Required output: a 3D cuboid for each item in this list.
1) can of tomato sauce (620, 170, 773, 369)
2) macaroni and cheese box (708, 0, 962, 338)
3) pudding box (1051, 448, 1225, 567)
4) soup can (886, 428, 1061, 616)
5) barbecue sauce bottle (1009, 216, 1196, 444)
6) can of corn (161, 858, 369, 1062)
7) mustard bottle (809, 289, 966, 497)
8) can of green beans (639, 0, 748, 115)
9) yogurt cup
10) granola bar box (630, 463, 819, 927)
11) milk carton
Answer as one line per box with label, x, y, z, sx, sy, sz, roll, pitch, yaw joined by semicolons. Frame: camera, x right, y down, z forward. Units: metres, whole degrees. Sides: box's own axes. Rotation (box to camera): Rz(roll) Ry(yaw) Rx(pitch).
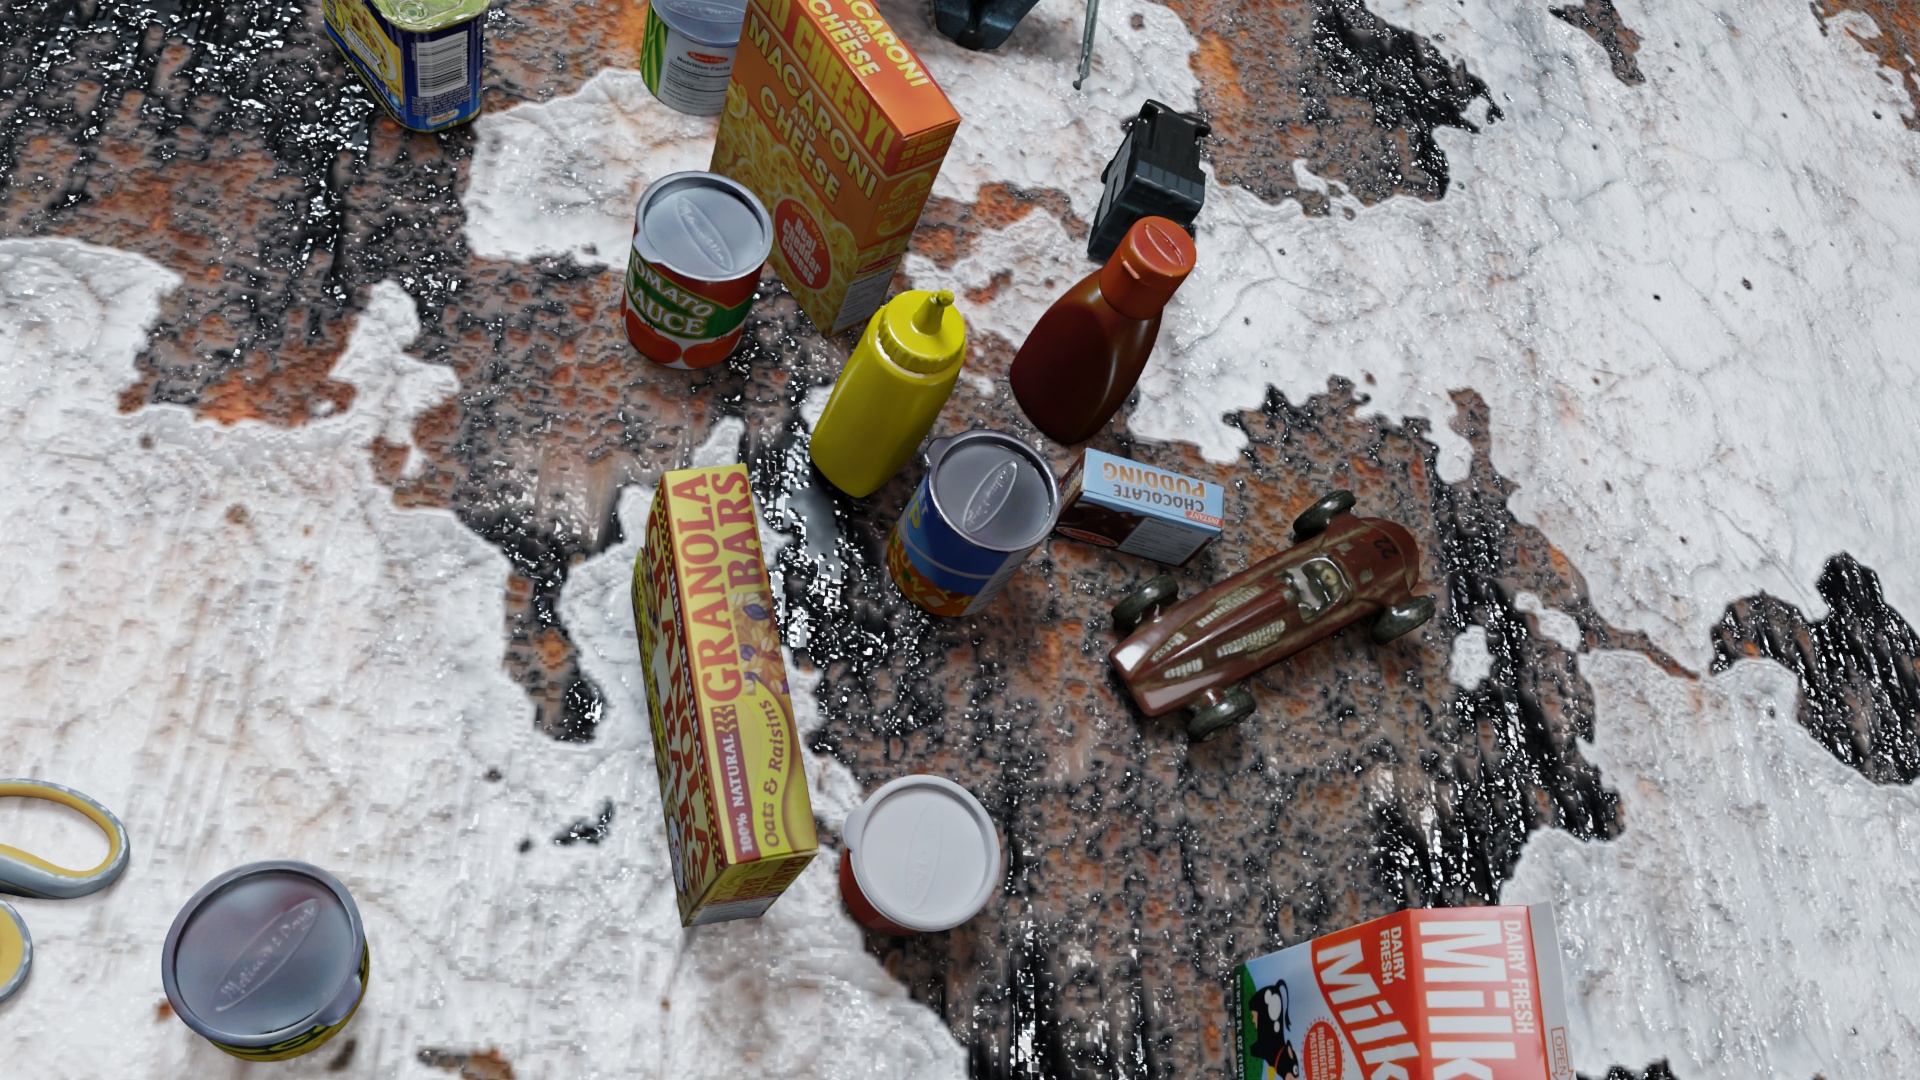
can of tomato sauce;-0.137;-0.135;0.707;0.071;0.082;0.071;8;62;-16
macaroni and cheese box;-0.071;-0.203;0.717;0.040;0.165;0.124;-30;77;-29
pudding box;0.095;-0.017;0.750;0.084;0.049;0.030;14;61;-13
soup can;0.002;-0.009;0.693;0.071;0.083;0.071;8;62;-16
barbecue sauce bottle;0.076;-0.111;0.734;0.044;0.147;0.065;-31;78;-30
can of corn;-0.258;0.162;0.527;0.071;0.058;0.071;8;62;-16
mustard bottle;-0.030;-0.079;0.672;0.049;0.159;0.065;39;58;2
can of green beans;-0.148;-0.288;0.797;0.071;0.057;0.071;8;62;-16
yogurt cup;-0.022;0.145;0.623;0.072;0.053;0.072;8;62;-16
granola bar box;-0.106;0.069;0.590;0.039;0.123;0.166;-5;66;-22
milk carton;0.193;0.205;0.589;0.073;0.189;0.072;11;61;-14
